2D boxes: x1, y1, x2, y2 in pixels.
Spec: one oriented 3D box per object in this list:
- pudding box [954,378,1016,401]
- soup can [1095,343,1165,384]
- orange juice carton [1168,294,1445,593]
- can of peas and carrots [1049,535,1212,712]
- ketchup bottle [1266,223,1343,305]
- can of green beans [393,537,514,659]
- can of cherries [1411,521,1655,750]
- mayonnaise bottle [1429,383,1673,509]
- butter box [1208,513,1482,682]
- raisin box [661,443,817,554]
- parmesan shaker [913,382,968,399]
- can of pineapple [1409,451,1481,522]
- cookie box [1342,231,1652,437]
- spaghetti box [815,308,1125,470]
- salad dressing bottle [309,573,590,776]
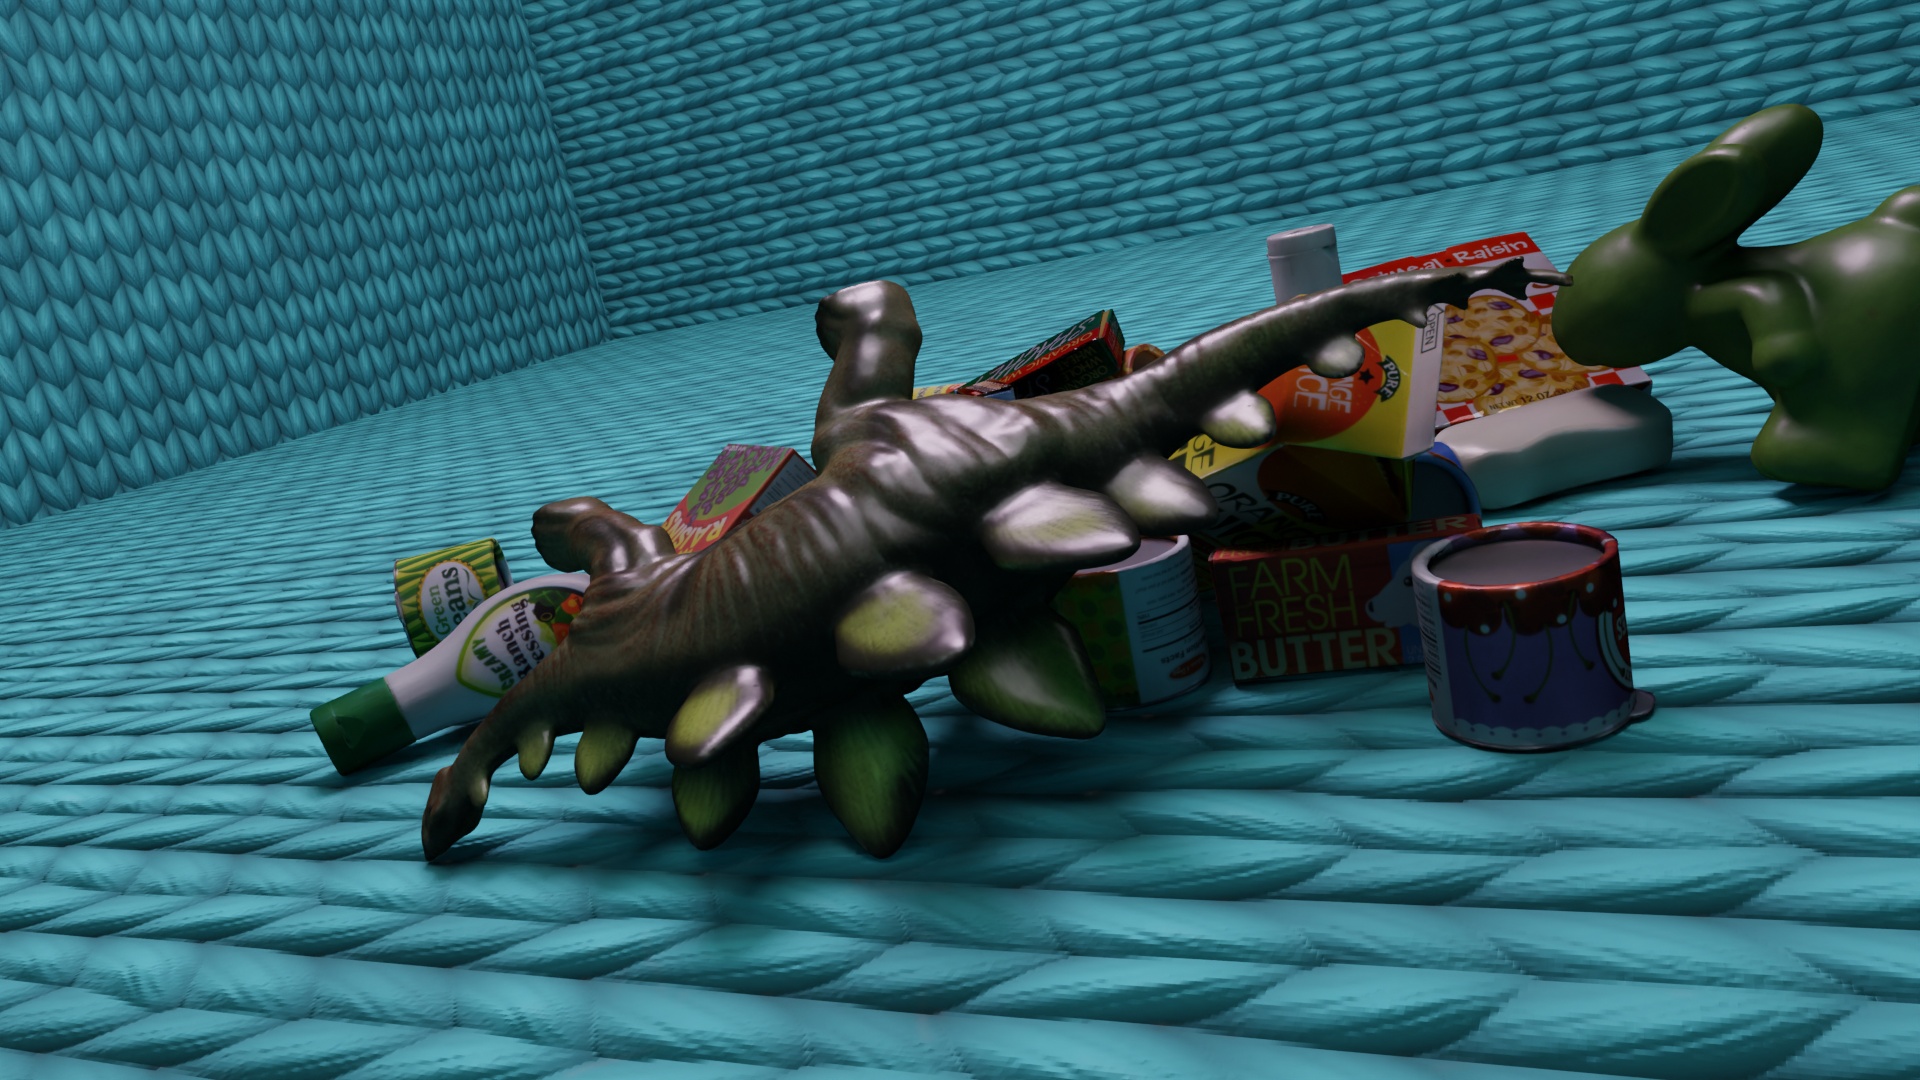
[{"bbox_3d":[0.023,-0.059,0.894,0.030,0.083,0.050,-15,15,-9],"label":"pudding box"},{"bbox_3d":[0.103,-0.094,0.953,0.083,0.071,0.072,-17,8,41],"label":"soup can"},{"bbox_3d":[0.127,-0.038,0.587,0.073,0.072,0.192,26,-28,-23],"label":"orange juice carton"},{"bbox_3d":[0.065,0.030,0.574,0.071,0.058,0.071,-11,14,3],"label":"can of peas and carrots"},{"bbox_3d":[0.198,-0.097,0.764,0.043,0.148,0.065,-1,18,42],"label":"ketchup bottle"},{"bbox_3d":[-0.303,0.036,0.839,0.058,0.071,0.071,-15,15,-10],"label":"can of green beans"},{"bbox_3d":[0.193,0.030,0.470,0.071,0.058,0.072,-12,14,3],"label":"can of cherries"},{"bbox_3d":[0.280,-0.042,0.706,0.148,0.041,0.065,-16,22,-9],"label":"mayonnaise bottle"},{"bbox_3d":[0.153,0.023,0.542,0.103,0.053,0.024,-7,13,18],"label":"butter box"},{"bbox_3d":[-0.134,0.006,0.757,0.086,0.040,0.124,8,57,55],"label":"raisin box"},{"bbox_3d":[-0.006,-0.085,1.049,0.103,0.071,0.071,0,19,39],"label":"parmesan shaker"},{"bbox_3d":[0.188,-0.014,0.619,0.071,0.070,0.058,-14,15,-6],"label":"can of pineapple"},{"bbox_3d":[0.305,-0.114,0.818,0.123,0.040,0.168,-13,41,3],"label":"cookie box"},{"bbox_3d":[0.000,-0.084,0.955,0.249,0.028,0.050,-25,23,24],"label":"spaghetti box"},{"bbox_3d":[-0.245,0.068,0.696,0.148,0.064,0.044,-27,0,-21],"label":"salad dressing bottle"}]
